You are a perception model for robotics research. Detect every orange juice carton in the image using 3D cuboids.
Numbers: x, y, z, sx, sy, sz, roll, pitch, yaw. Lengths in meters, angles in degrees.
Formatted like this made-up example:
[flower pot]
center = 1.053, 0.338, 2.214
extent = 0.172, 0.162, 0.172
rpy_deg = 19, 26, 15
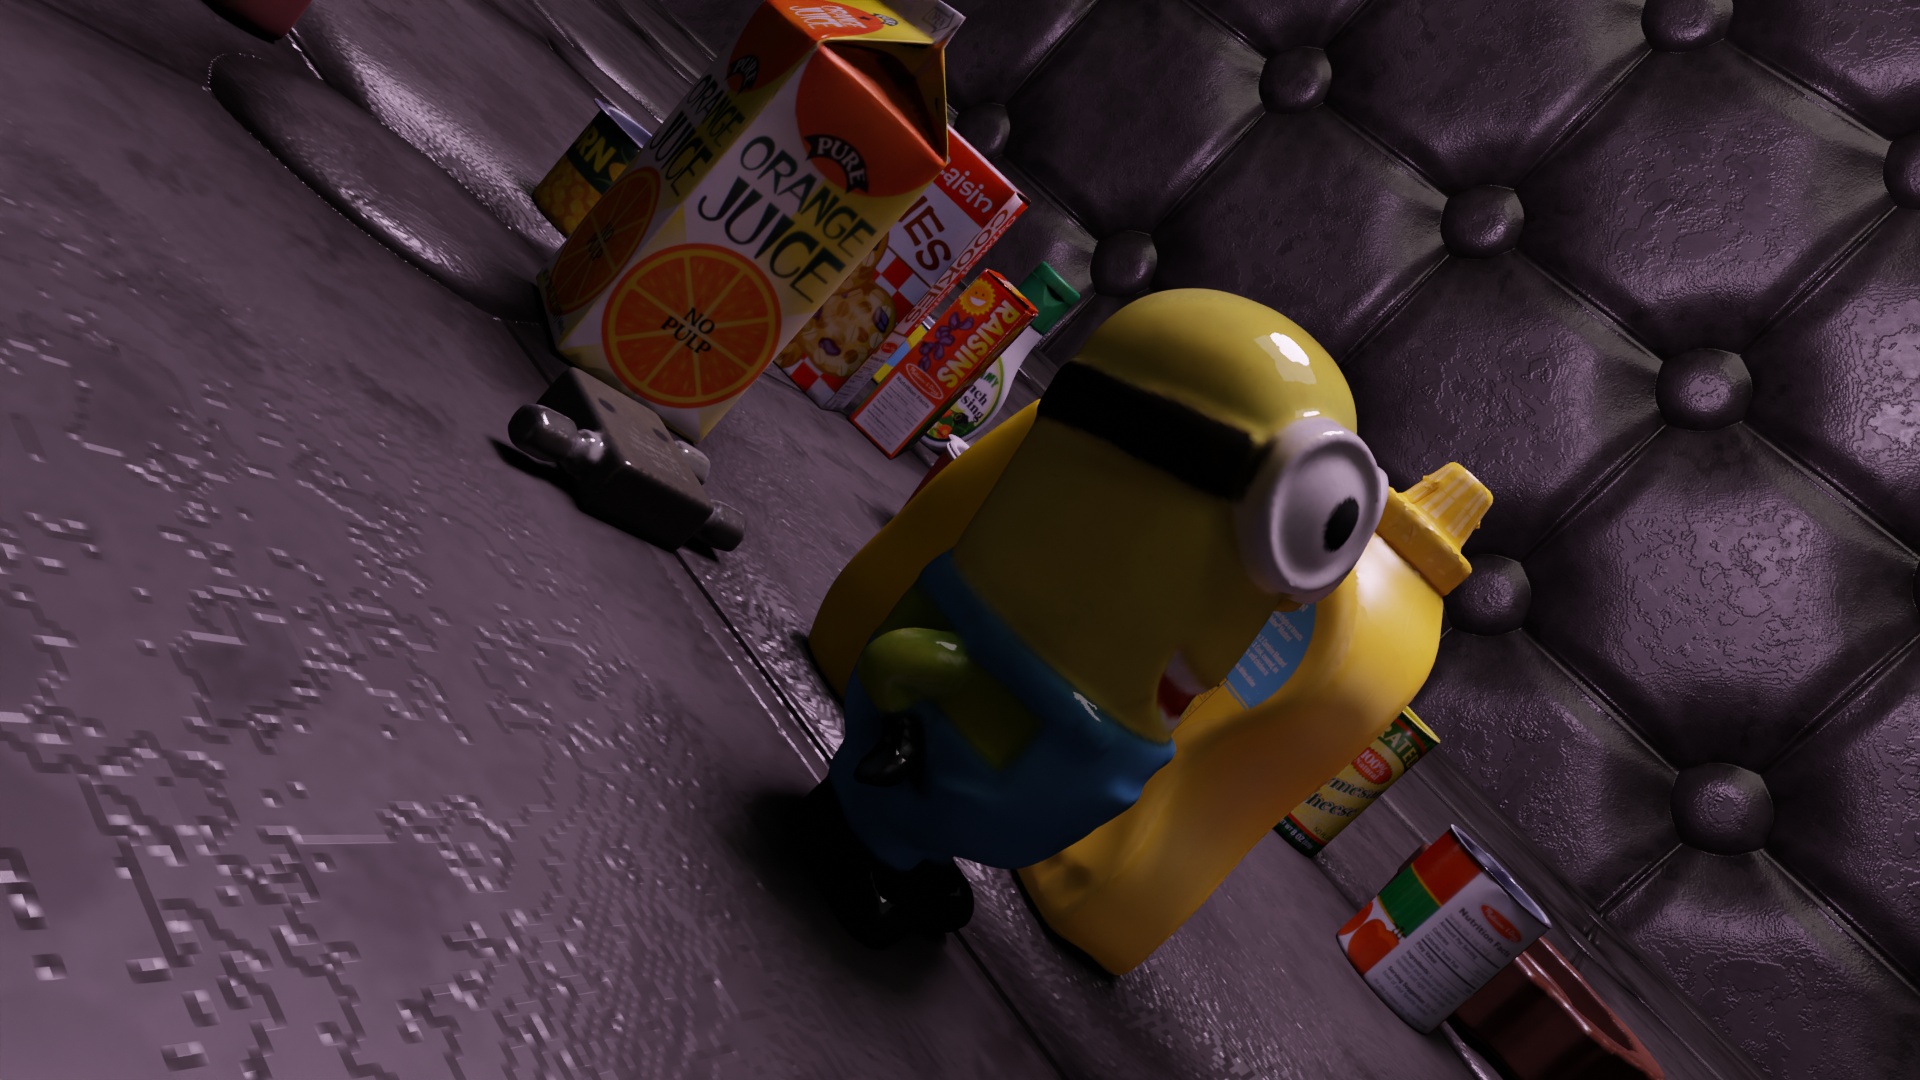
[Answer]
[orange juice carton]
center = -0.076, -0.140, 0.546
extent = 0.073, 0.192, 0.072
rpy_deg = 36, 13, -38

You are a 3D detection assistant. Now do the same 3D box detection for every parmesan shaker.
[parmesan shaker]
center = 0.228, 0.134, 0.835
extent = 0.071, 0.103, 0.071
rpy_deg = 42, 11, -9

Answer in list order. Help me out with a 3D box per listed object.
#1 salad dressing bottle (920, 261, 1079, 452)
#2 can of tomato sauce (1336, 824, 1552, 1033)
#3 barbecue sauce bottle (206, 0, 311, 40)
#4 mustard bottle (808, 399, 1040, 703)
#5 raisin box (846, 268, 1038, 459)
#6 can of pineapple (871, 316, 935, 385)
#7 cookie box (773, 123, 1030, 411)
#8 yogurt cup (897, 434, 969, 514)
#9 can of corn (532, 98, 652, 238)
[salad dressing bottle]
center = 0.020, -0.128, 0.964
extent = 0.064, 0.147, 0.044
rpy_deg = 41, 11, -16
[can of tomato sauce]
center = 0.244, 0.197, 0.707
extent = 0.071, 0.083, 0.071
rpy_deg = 42, 11, -9
[barbecue sauce bottle]
center = -0.250, -0.274, 0.547
extent = 0.065, 0.148, 0.043
rpy_deg = 47, 11, 18
[mustard bottle]
center = 0.020, -0.004, 0.460
extent = 0.065, 0.160, 0.049
rpy_deg = 50, 12, 34
[raisin box]
center = -0.008, -0.109, 0.859
extent = 0.040, 0.123, 0.086
rpy_deg = 44, 10, 0
[can of pineapple]
center = -0.036, -0.137, 1.037
extent = 0.071, 0.058, 0.071
rpy_deg = 42, 11, -9
[cookie box]
center = -0.062, -0.178, 0.808
extent = 0.123, 0.167, 0.040
rpy_deg = 45, 10, 8
[yogurt cup]
center = 0.002, -0.009, 0.698
extent = 0.072, 0.054, 0.072
rpy_deg = 42, 11, -9
[can of corn]
center = -0.171, -0.175, 0.694
extent = 0.071, 0.058, 0.071
rpy_deg = 42, 11, -9
